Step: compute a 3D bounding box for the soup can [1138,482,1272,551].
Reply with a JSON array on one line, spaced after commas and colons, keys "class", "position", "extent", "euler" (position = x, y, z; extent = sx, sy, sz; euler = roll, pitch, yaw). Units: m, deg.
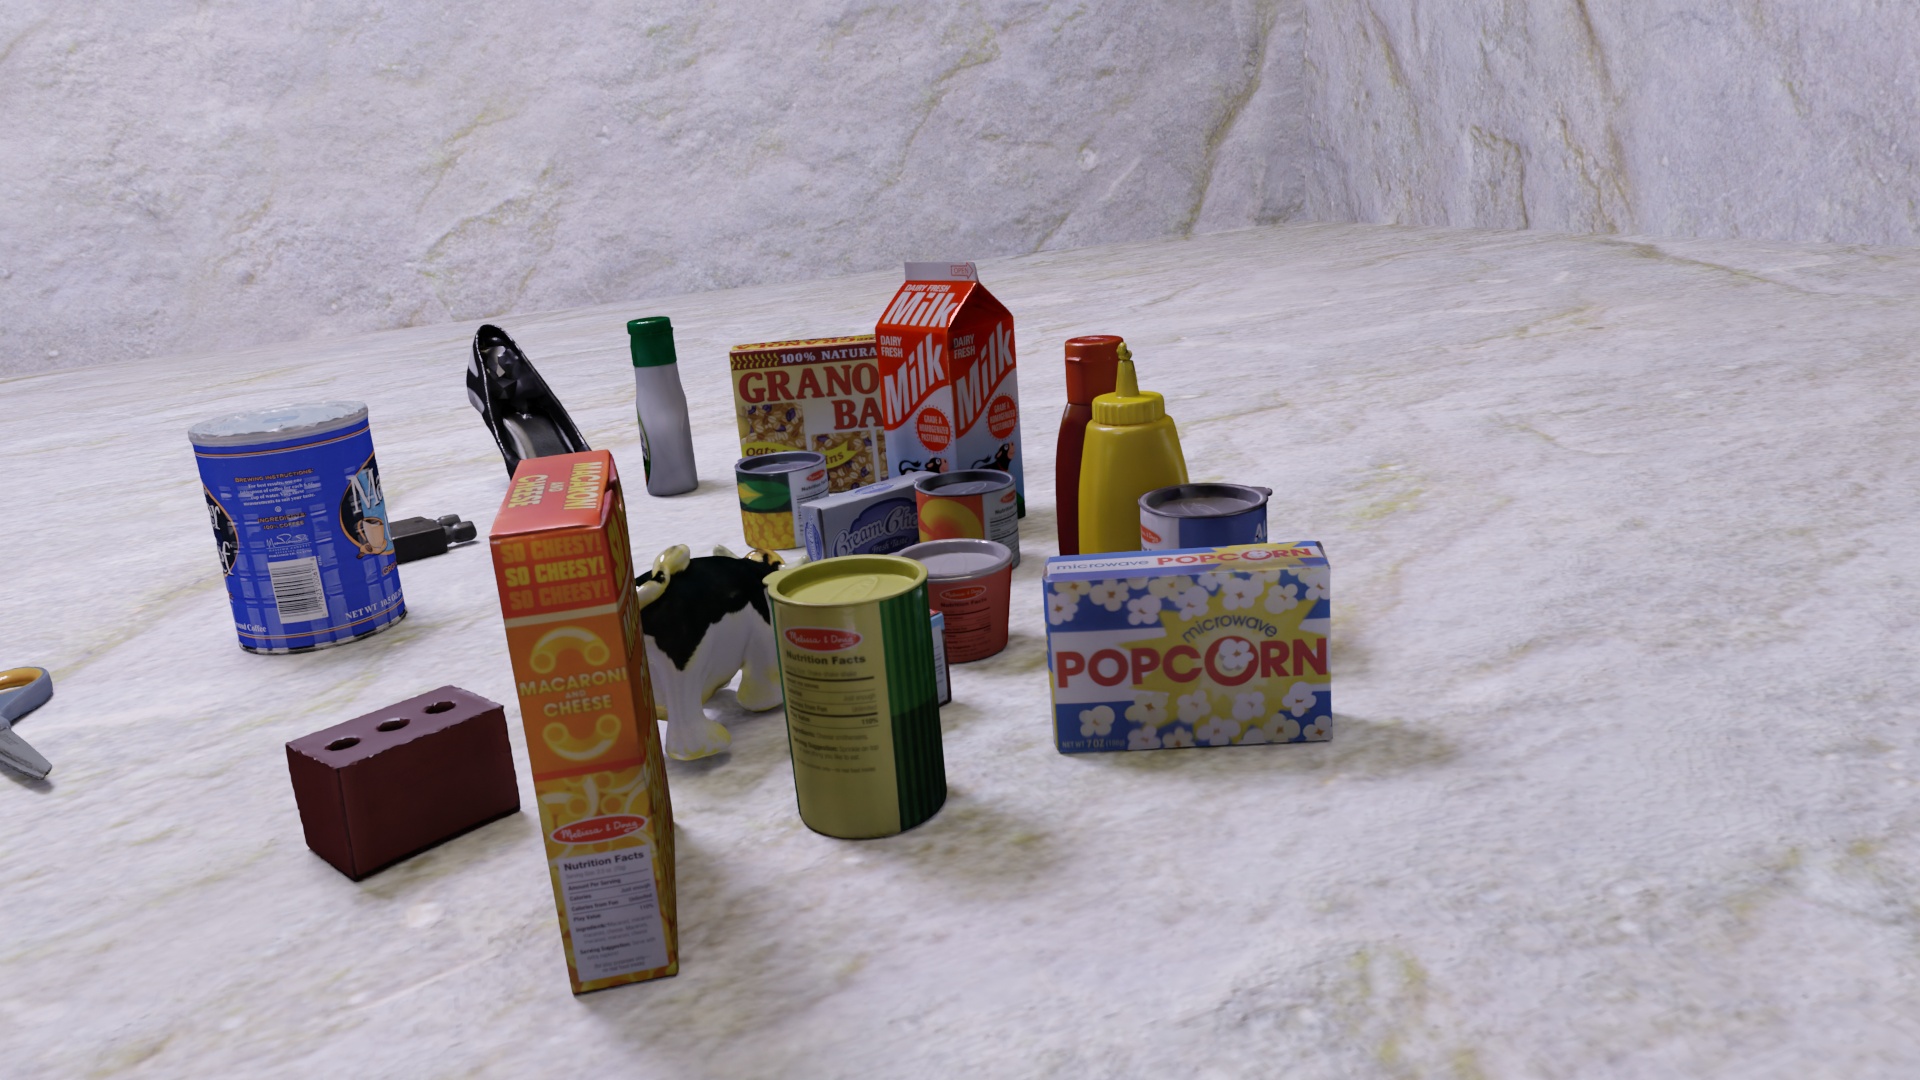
[{"class": "soup can", "position": [0.131, 0.017, 0.731], "extent": [0.071, 0.083, 0.071], "euler": [-4, 16, 1]}]

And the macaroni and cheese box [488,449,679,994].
[{"class": "macaroni and cheese box", "position": [-0.135, 0.060, 0.517], "extent": [0.040, 0.166, 0.124], "euler": [-8, 16, -11]}]

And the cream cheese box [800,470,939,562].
[{"class": "cream cheese box", "position": [-0.057, -0.010, 0.930], "extent": [0.104, 0.053, 0.024], "euler": [-18, 20, -38]}]

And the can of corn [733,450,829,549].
[{"class": "can of corn", "position": [-0.130, -0.030, 1.012], "extent": [0.071, 0.058, 0.071], "euler": [-4, 16, 1]}]

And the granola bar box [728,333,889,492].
[{"class": "granola bar box", "position": [-0.099, -0.103, 1.134], "extent": [0.166, 0.123, 0.039], "euler": [-5, 16, 0]}]

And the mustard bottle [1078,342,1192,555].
[{"class": "mustard bottle", "position": [0.097, -0.032, 0.771], "extent": [0.065, 0.159, 0.049], "euler": [-8, 16, -10]}]

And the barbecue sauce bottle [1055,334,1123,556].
[{"class": "barbecue sauce bottle", "position": [0.087, -0.052, 0.863], "extent": [0.044, 0.148, 0.065], "euler": [-18, 20, -38]}]

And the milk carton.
[{"class": "milk carton", "position": [-0.008, -0.103, 0.991], "extent": [0.072, 0.190, 0.074], "euler": [10, 21, 41]}]

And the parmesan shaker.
[{"class": "parmesan shaker", "position": [-0.044, 0.064, 0.587], "extent": [0.071, 0.102, 0.071], "euler": [-4, 16, 1]}]

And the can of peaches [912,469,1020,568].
[{"class": "can of peaches", "position": [0.003, -0.011, 0.911], "extent": [0.071, 0.058, 0.071], "euler": [-4, 16, 1]}]

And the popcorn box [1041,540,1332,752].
[{"class": "popcorn box", "position": [0.103, 0.048, 0.631], "extent": [0.127, 0.085, 0.038], "euler": [-4, 16, 5]}]

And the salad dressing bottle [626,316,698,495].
[{"class": "salad dressing bottle", "position": [-0.253, -0.114, 1.173], "extent": [0.044, 0.147, 0.064], "euler": [-8, 16, -9]}]

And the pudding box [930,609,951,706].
[{"class": "pudding box", "position": [-0.043, 0.066, 0.674], "extent": [0.030, 0.049, 0.084], "euler": [9, 21, 41]}]

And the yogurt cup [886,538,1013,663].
[{"class": "yogurt cup", "position": [-0.003, 0.034, 0.767], "extent": [0.072, 0.053, 0.072], "euler": [-4, 16, 1]}]
